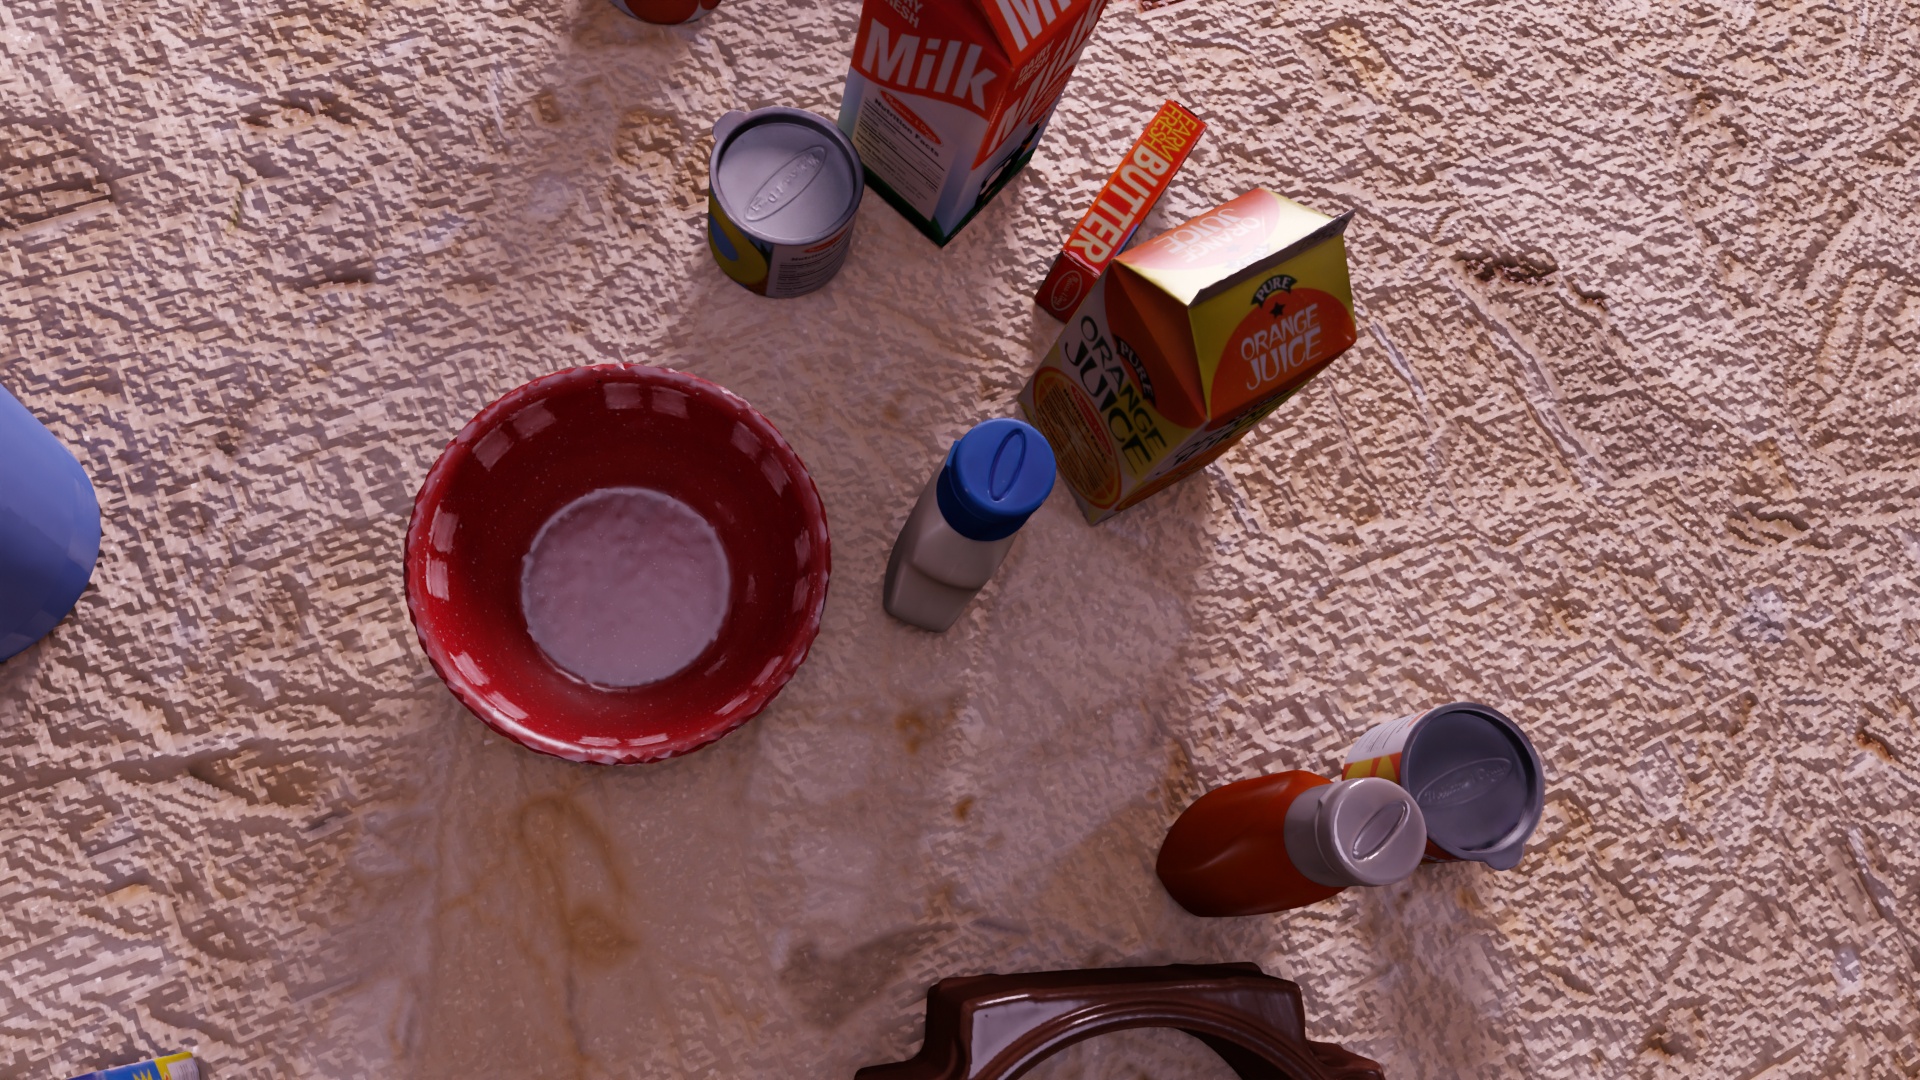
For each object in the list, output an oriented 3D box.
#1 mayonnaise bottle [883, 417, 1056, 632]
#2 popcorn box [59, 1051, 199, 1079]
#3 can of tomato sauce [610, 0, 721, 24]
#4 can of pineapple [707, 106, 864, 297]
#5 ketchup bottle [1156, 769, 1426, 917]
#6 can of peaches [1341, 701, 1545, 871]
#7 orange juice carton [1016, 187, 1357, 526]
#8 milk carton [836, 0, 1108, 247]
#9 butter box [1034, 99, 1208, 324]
[{"bbox_3d":[0.002,-0.007,0.547,0.041,0.147,0.065,22,72,-5],"label":"mayonnaise bottle"},{"bbox_3d":[-0.328,0.206,0.452,0.127,0.085,0.038,-13,78,-15],"label":"popcorn box"},{"bbox_3d":[-0.134,-0.285,0.631,0.071,0.083,0.071,3,75,-11],"label":"can of tomato sauce"},{"bbox_3d":[-0.080,-0.150,0.618,0.071,0.057,0.071,3,74,-11],"label":"can of pineapple"},{"bbox_3d":[0.126,0.116,0.538,0.065,0.148,0.043,-41,86,-18],"label":"ketchup bottle"},{"bbox_3d":[0.209,0.110,0.605,0.071,0.058,0.071,3,74,-11],"label":"can of peaches"},{"bbox_3d":[0.090,-0.075,0.561,0.072,0.192,0.073,-28,82,-17],"label":"orange juice carton"},{"bbox_3d":[0.005,-0.209,0.582,0.073,0.190,0.072,42,71,1],"label":"milk carton"},{"bbox_3d":[0.075,-0.154,0.653,0.024,0.053,0.104,34,71,-1],"label":"butter box"}]
